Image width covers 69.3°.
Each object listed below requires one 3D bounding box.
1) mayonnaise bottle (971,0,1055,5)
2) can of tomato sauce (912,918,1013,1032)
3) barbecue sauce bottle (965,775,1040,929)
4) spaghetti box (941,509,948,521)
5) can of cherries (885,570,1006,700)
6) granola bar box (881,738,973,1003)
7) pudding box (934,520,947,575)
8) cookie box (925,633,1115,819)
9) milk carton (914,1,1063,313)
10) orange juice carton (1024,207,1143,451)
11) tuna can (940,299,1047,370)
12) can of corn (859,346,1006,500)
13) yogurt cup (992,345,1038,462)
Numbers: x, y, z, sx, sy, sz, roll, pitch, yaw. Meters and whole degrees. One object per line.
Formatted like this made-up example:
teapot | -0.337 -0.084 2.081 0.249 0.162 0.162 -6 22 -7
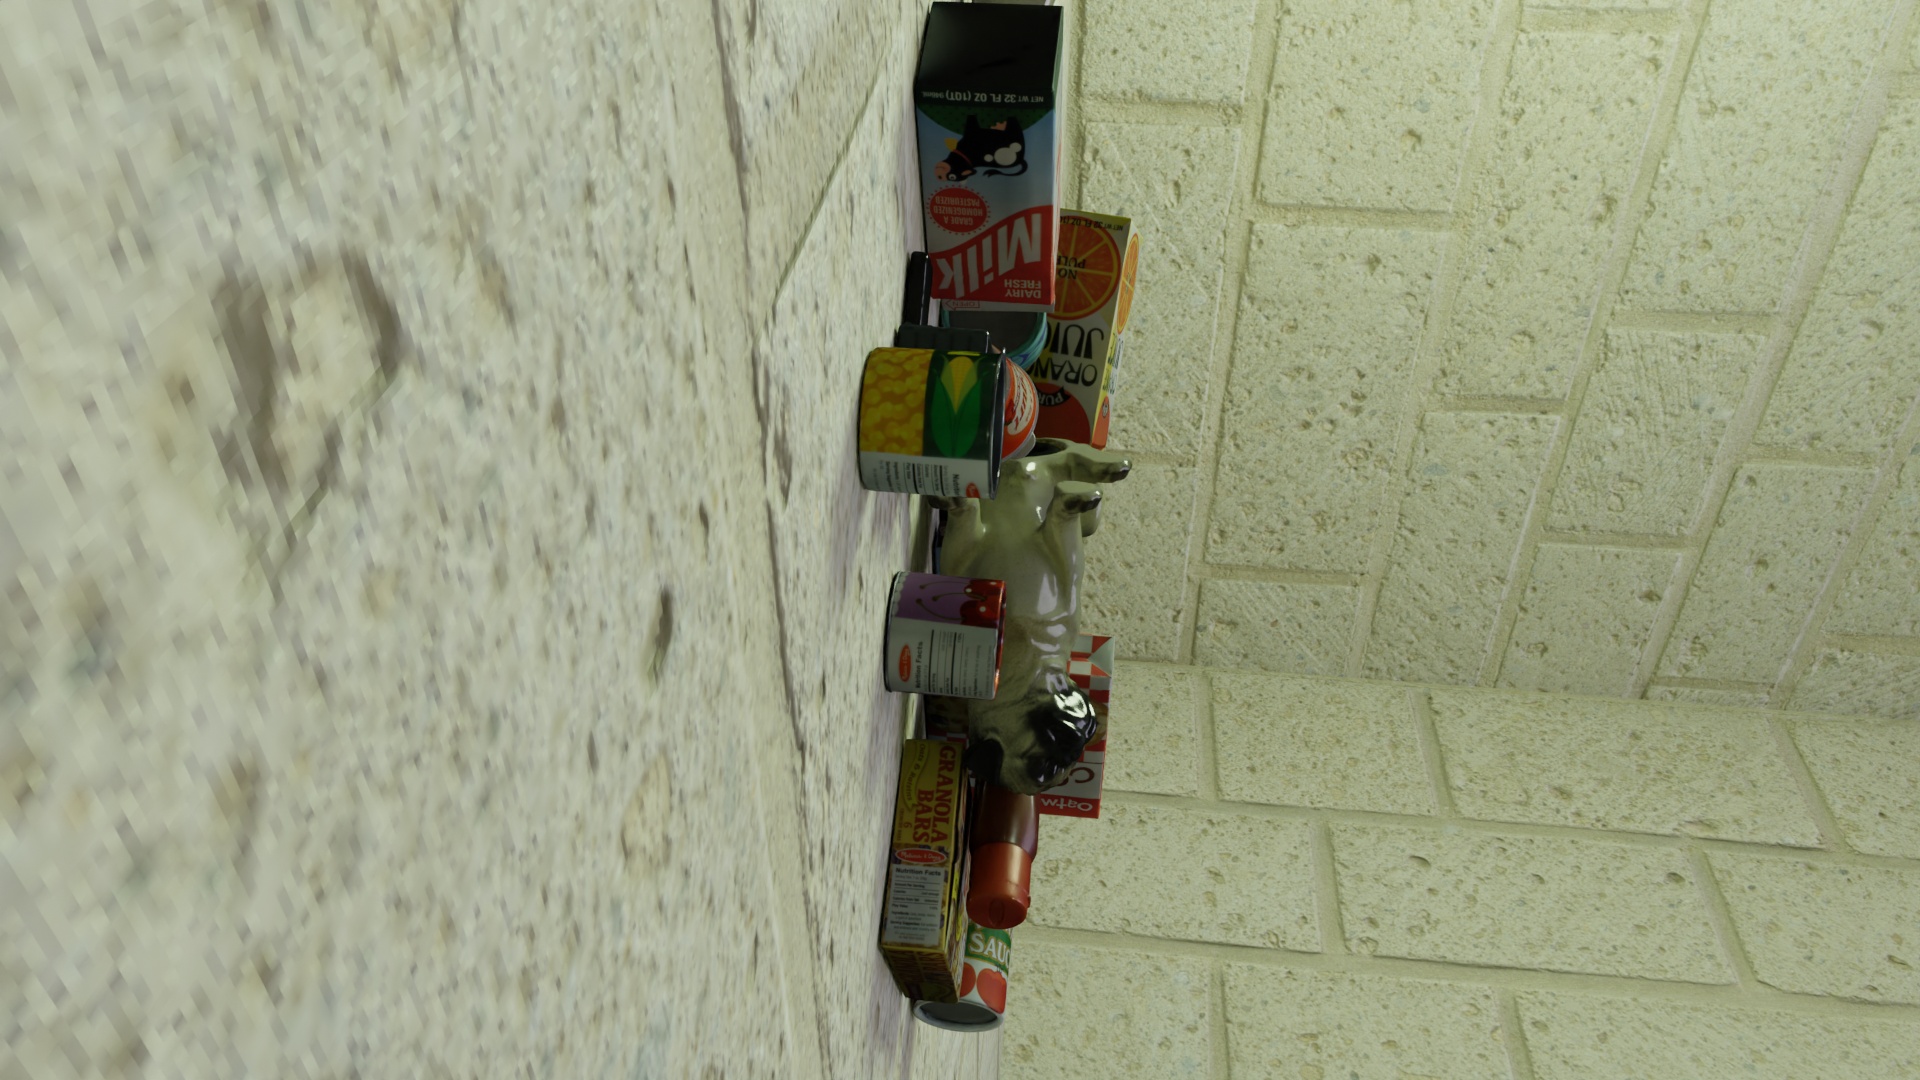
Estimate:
mayonnaise bottle | 0.030 -0.316 0.876 0.041 0.065 0.147 -81 178 -77
can of tomato sauce | 0.004 0.300 0.996 0.070 0.071 0.083 87 9 -52
barbecue sauce bottle | 0.028 0.169 0.864 0.149 0.044 0.064 -82 177 -49
spaghetti box | 0.003 -0.012 0.978 0.248 0.029 0.050 89 6 -46
can of cherries | -0.007 0.049 0.748 0.071 0.058 0.071 0 94 -84
granola bar box | -0.016 0.211 0.870 0.164 0.039 0.125 84 10 -62
pudding box | 0.008 0.027 0.943 0.030 0.050 0.083 -83 175 -49
cookie box | 0.040 0.127 0.961 0.166 0.123 0.040 89 8 -46
milk carton | 0.019 -0.196 0.778 0.189 0.072 0.074 85 10 -54
orange juice carton | 0.070 -0.124 0.947 0.073 0.072 0.192 -8 108 -76
tuna can | 0.021 -0.135 0.872 0.032 0.071 0.071 70 25 -76
can of corn | -0.011 -0.055 0.621 0.071 0.058 0.071 0 94 -85
yogurt cup | 0.006 -0.080 0.779 0.054 0.072 0.072 45 49 -73
